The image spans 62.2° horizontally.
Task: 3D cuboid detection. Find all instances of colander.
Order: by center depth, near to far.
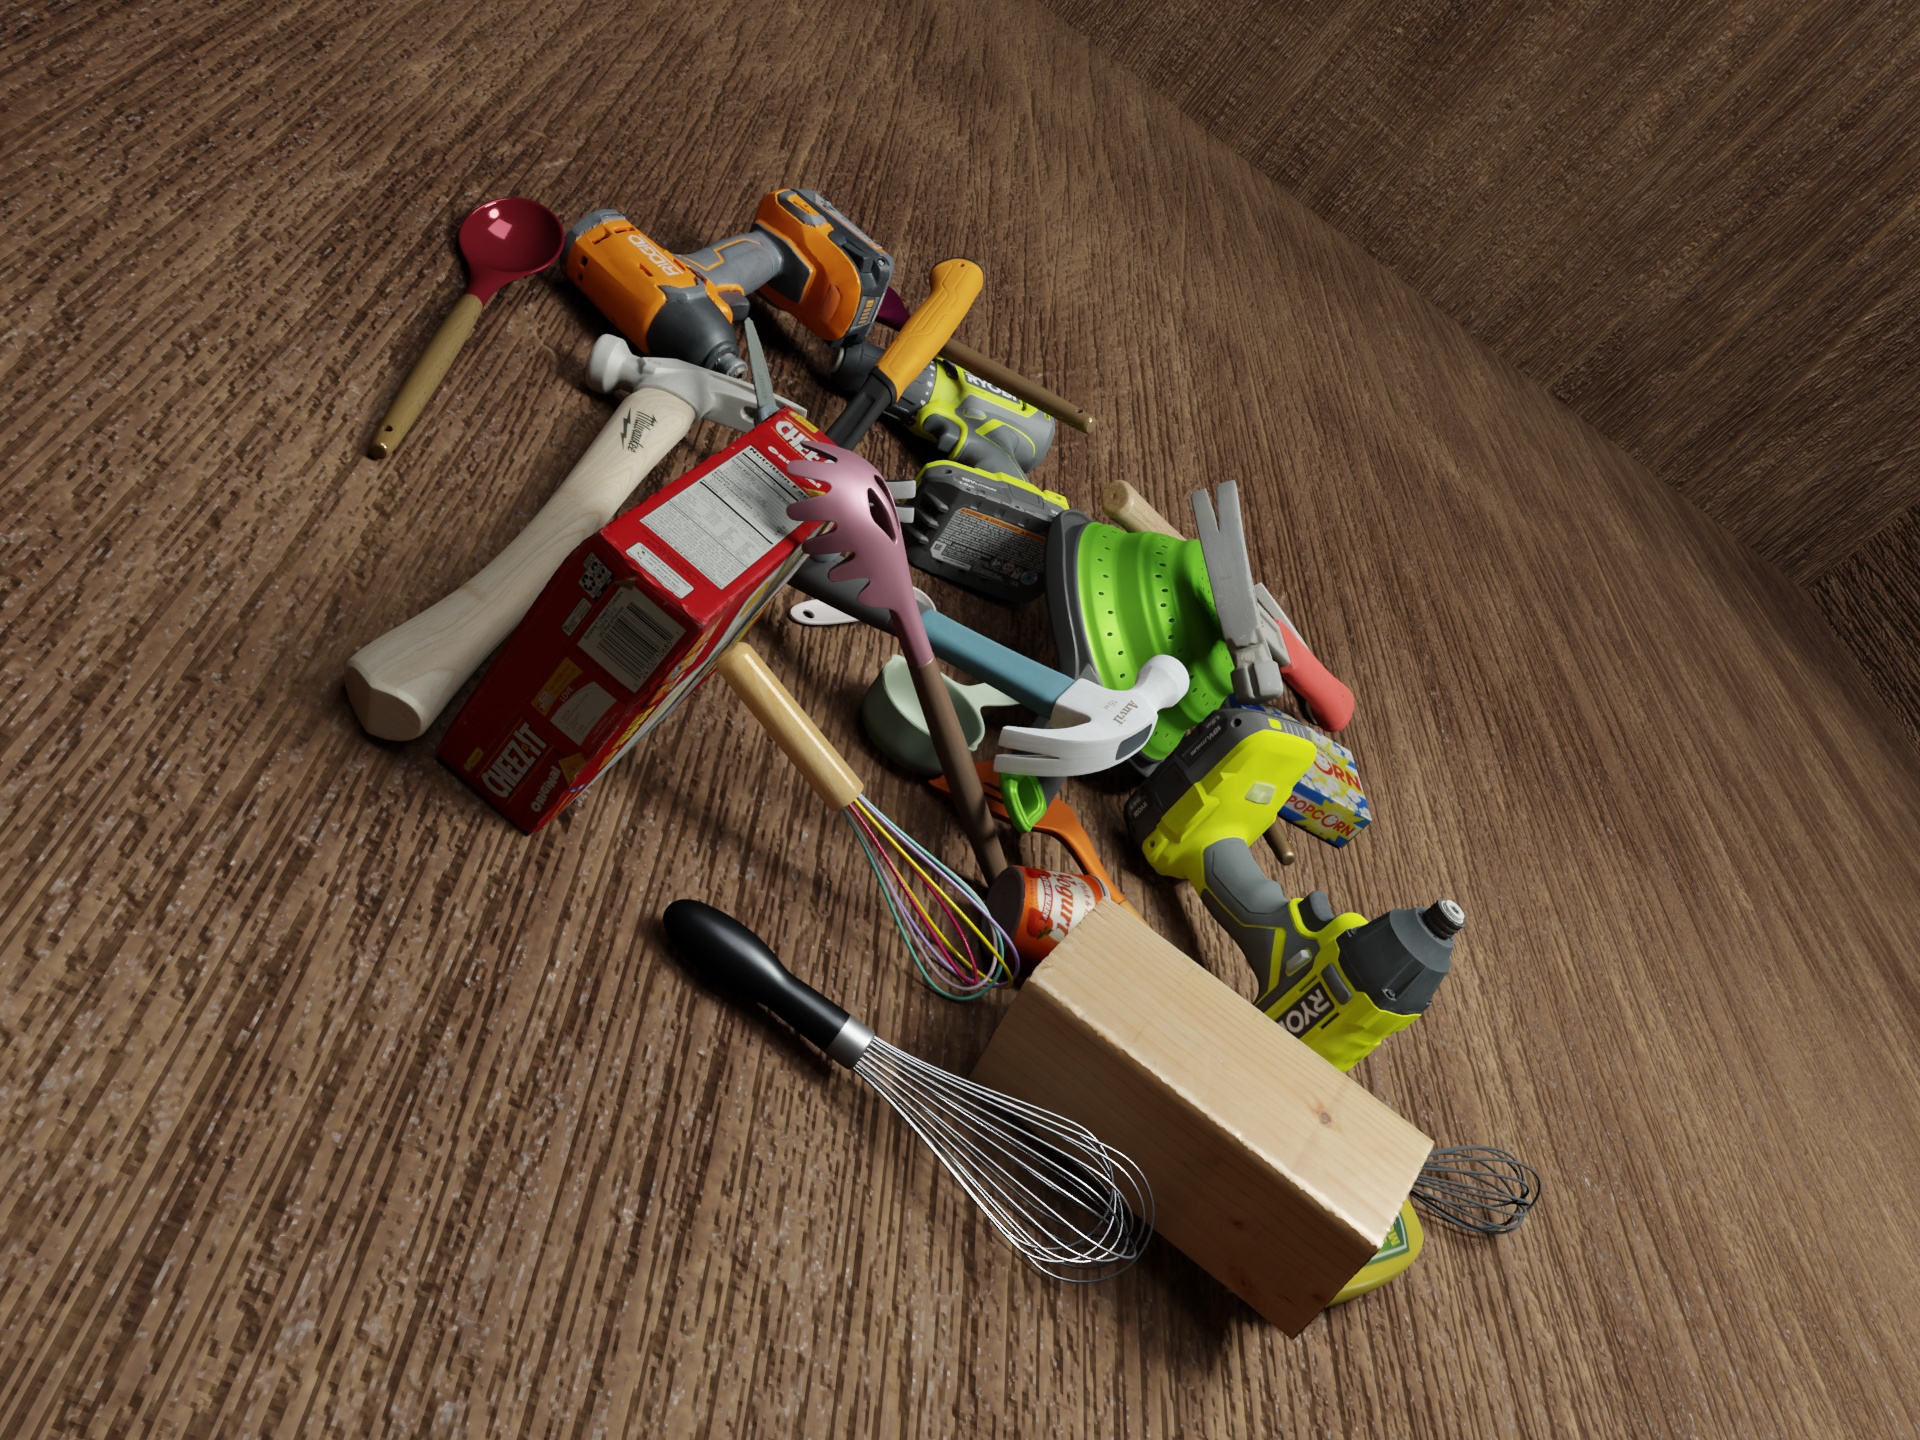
[{"bbox_3d":[0.118,-0.032,1.049,0.204,0.094,0.397,67,25,-15],"label":"colander"}]

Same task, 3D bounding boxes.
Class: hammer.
[{"bbox_3d":[-0.212,-0.111,0.900,0.146,0.038,0.411,19,36,1],"label":"hammer"},{"bbox_3d":[-0.034,-0.063,0.958,0.331,0.033,0.128,28,44,19],"label":"hammer"},{"bbox_3d":[-0.041,-0.259,1.183,0.127,0.034,0.337,15,44,12],"label":"hammer"},{"bbox_3d":[0.244,-0.056,1.189,0.358,0.037,0.149,24,54,-65],"label":"hammer"},{"bbox_3d":[0.214,-0.109,1.317,0.331,0.031,0.130,33,27,-45],"label":"hammer"}]

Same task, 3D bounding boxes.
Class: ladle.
[{"bbox_3d":[-0.313,-0.250,0.997,0.069,0.031,0.316,11,40,-6],"label":"ladle"}]

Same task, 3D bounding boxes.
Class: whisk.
[{"bbox_3d":[-0.028,0.176,0.770,0.284,0.070,0.070,36,32,0],"label":"whisk"},{"bbox_3d":[-0.049,0.058,0.841,0.244,0.051,0.047,52,4,-18],"label":"whisk"},{"bbox_3d":[0.267,0.274,0.975,0.238,0.055,0.055,19,38,-26],"label":"whisk"}]

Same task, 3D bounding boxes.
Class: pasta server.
[{"bbox_3d":[-0.022,-0.013,0.857,0.060,0.040,0.315,-72,151,-45],"label":"pasta server"}]

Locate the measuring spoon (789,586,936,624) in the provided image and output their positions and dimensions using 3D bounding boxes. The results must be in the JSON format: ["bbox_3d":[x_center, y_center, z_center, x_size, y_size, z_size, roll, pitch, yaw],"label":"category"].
[{"bbox_3d":[-0.067,-0.071,1.064,0.124,0.018,0.034,-9,57,-43],"label":"measuring spoon"}]

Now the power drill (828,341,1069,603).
[{"bbox_3d":[-0.005,-0.205,1.232,0.190,0.080,0.229,18,36,-25],"label":"power drill"}]

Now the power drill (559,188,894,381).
[{"bbox_3d":[-0.155,-0.312,1.160,0.164,0.084,0.226,44,42,18],"label":"power drill"}]

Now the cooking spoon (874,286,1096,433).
[{"bbox_3d":[-0.017,-0.300,1.270,0.319,0.017,0.069,35,45,29],"label":"cooking spoon"}]

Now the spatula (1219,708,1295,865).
[{"bbox_3d":[0.200,-0.009,1.209,0.082,0.044,0.318,41,20,-37],"label":"spatula"}]

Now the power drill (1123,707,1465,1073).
[{"bbox_3d":[0.206,0.106,0.997,0.080,0.171,0.223,13,38,-40],"label":"power drill"}]

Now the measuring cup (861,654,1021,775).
[{"bbox_3d":[-0.002,-0.003,1.029,0.083,0.038,0.167,50,28,19],"label":"measuring cup"}]

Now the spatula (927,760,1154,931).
[{"bbox_3d":[0.104,0.137,0.960,0.323,0.041,0.081,51,31,17],"label":"spatula"}]
